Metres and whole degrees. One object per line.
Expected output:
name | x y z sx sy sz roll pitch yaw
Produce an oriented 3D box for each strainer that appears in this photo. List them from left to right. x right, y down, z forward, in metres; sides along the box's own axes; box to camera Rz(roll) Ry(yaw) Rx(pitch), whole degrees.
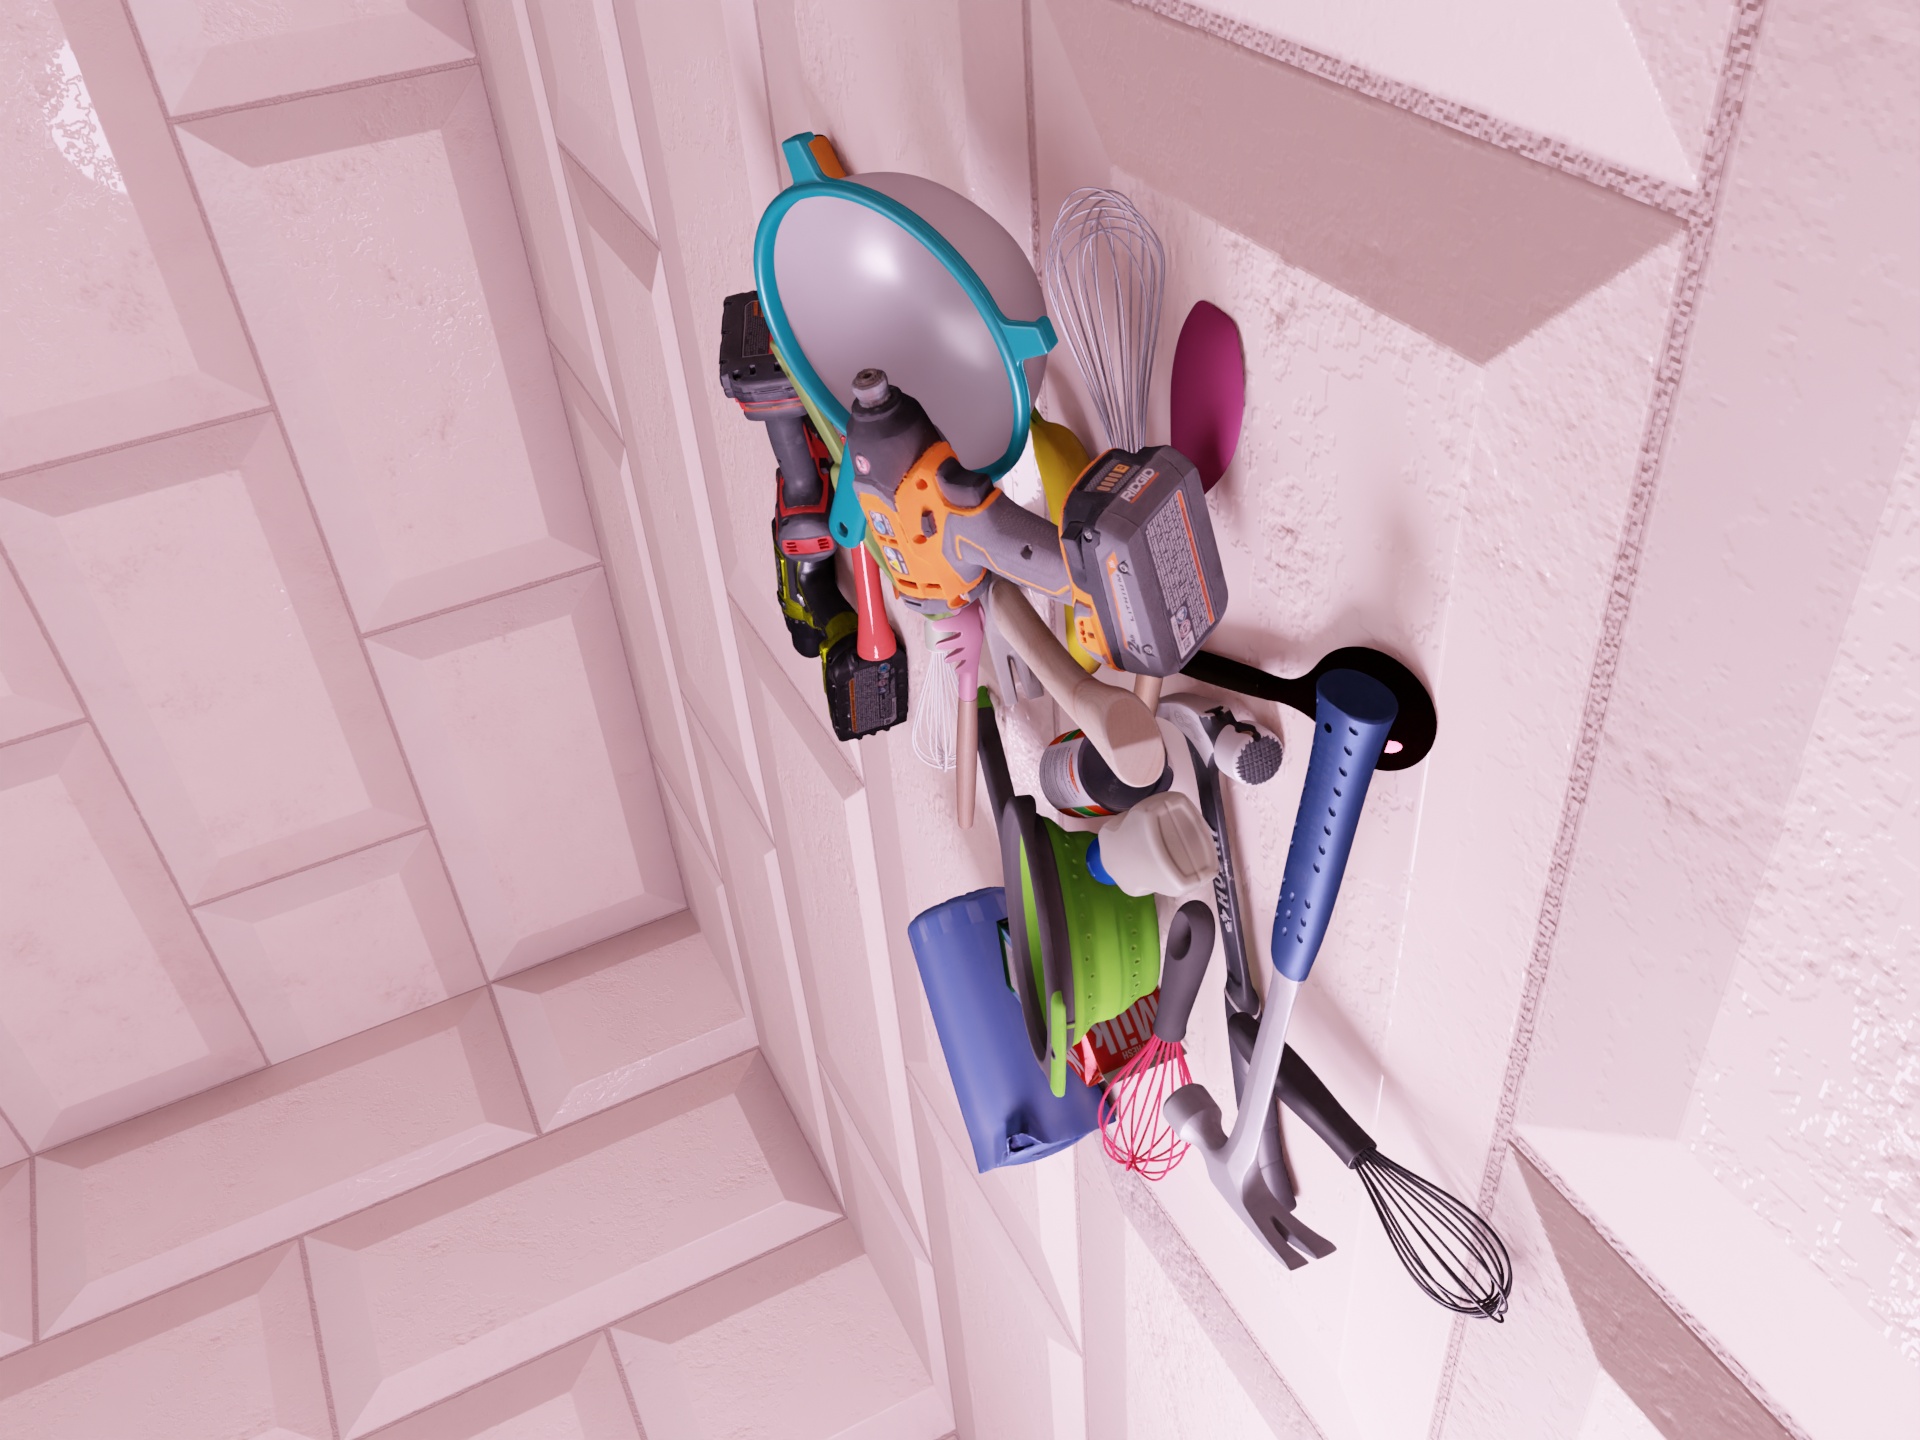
strainer | -0.060 -0.200 1.252 0.256 0.069 0.152 60 170 -22
strainer | -0.031 -0.225 1.027 0.211 0.095 0.340 40 154 8

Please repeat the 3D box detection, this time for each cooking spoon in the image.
cooking spoon | 0.123 -0.091 0.938 0.069 0.017 0.318 51 146 45

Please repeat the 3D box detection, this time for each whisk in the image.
whisk | -0.019 -0.059 1.401 0.058 0.059 0.246 -86 -6 -58
whisk | 0.096 -0.173 0.936 0.070 0.070 0.284 47 155 51
whisk | 0.144 0.228 1.110 0.073 0.073 0.295 54 151 41
whisk | 0.236 0.258 0.944 0.239 0.055 0.055 47 152 39

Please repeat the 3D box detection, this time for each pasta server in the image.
pasta server | -0.002 -0.004 1.276 0.316 0.040 0.060 90 178 -53

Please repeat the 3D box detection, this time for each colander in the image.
colander | 0.080 0.100 1.237 0.398 0.094 0.204 -103 8 -50

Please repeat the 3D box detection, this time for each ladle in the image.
ladle | 0.166 -0.025 0.925 0.316 0.031 0.069 -153 46 -67

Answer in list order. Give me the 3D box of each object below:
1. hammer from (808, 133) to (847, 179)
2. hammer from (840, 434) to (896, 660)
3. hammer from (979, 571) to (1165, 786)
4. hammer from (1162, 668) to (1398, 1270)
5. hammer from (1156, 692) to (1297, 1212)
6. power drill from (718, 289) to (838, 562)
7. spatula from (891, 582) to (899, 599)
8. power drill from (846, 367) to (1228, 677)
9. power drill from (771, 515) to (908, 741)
hammer | -0.052 -0.330 1.228 0.337 0.034 0.127 63 162 21
hammer | -0.091 -0.204 1.378 0.149 0.036 0.358 -93 -1 -55
hammer | 0.065 -0.028 1.057 0.411 0.038 0.146 -120 14 -71
hammer | 0.186 0.148 0.887 0.144 0.035 0.405 52 150 43
hammer | 0.182 0.168 1.065 0.149 0.036 0.408 -142 36 -61
power drill | -0.150 -0.277 1.420 0.226 0.080 0.188 80 -174 -53
spatula | -0.066 -0.231 1.304 0.322 0.041 0.081 77 -177 -53
power drill | 0.030 -0.119 0.910 0.227 0.084 0.164 20 146 38
power drill | -0.132 -0.088 1.652 0.190 0.080 0.229 91 156 -47
